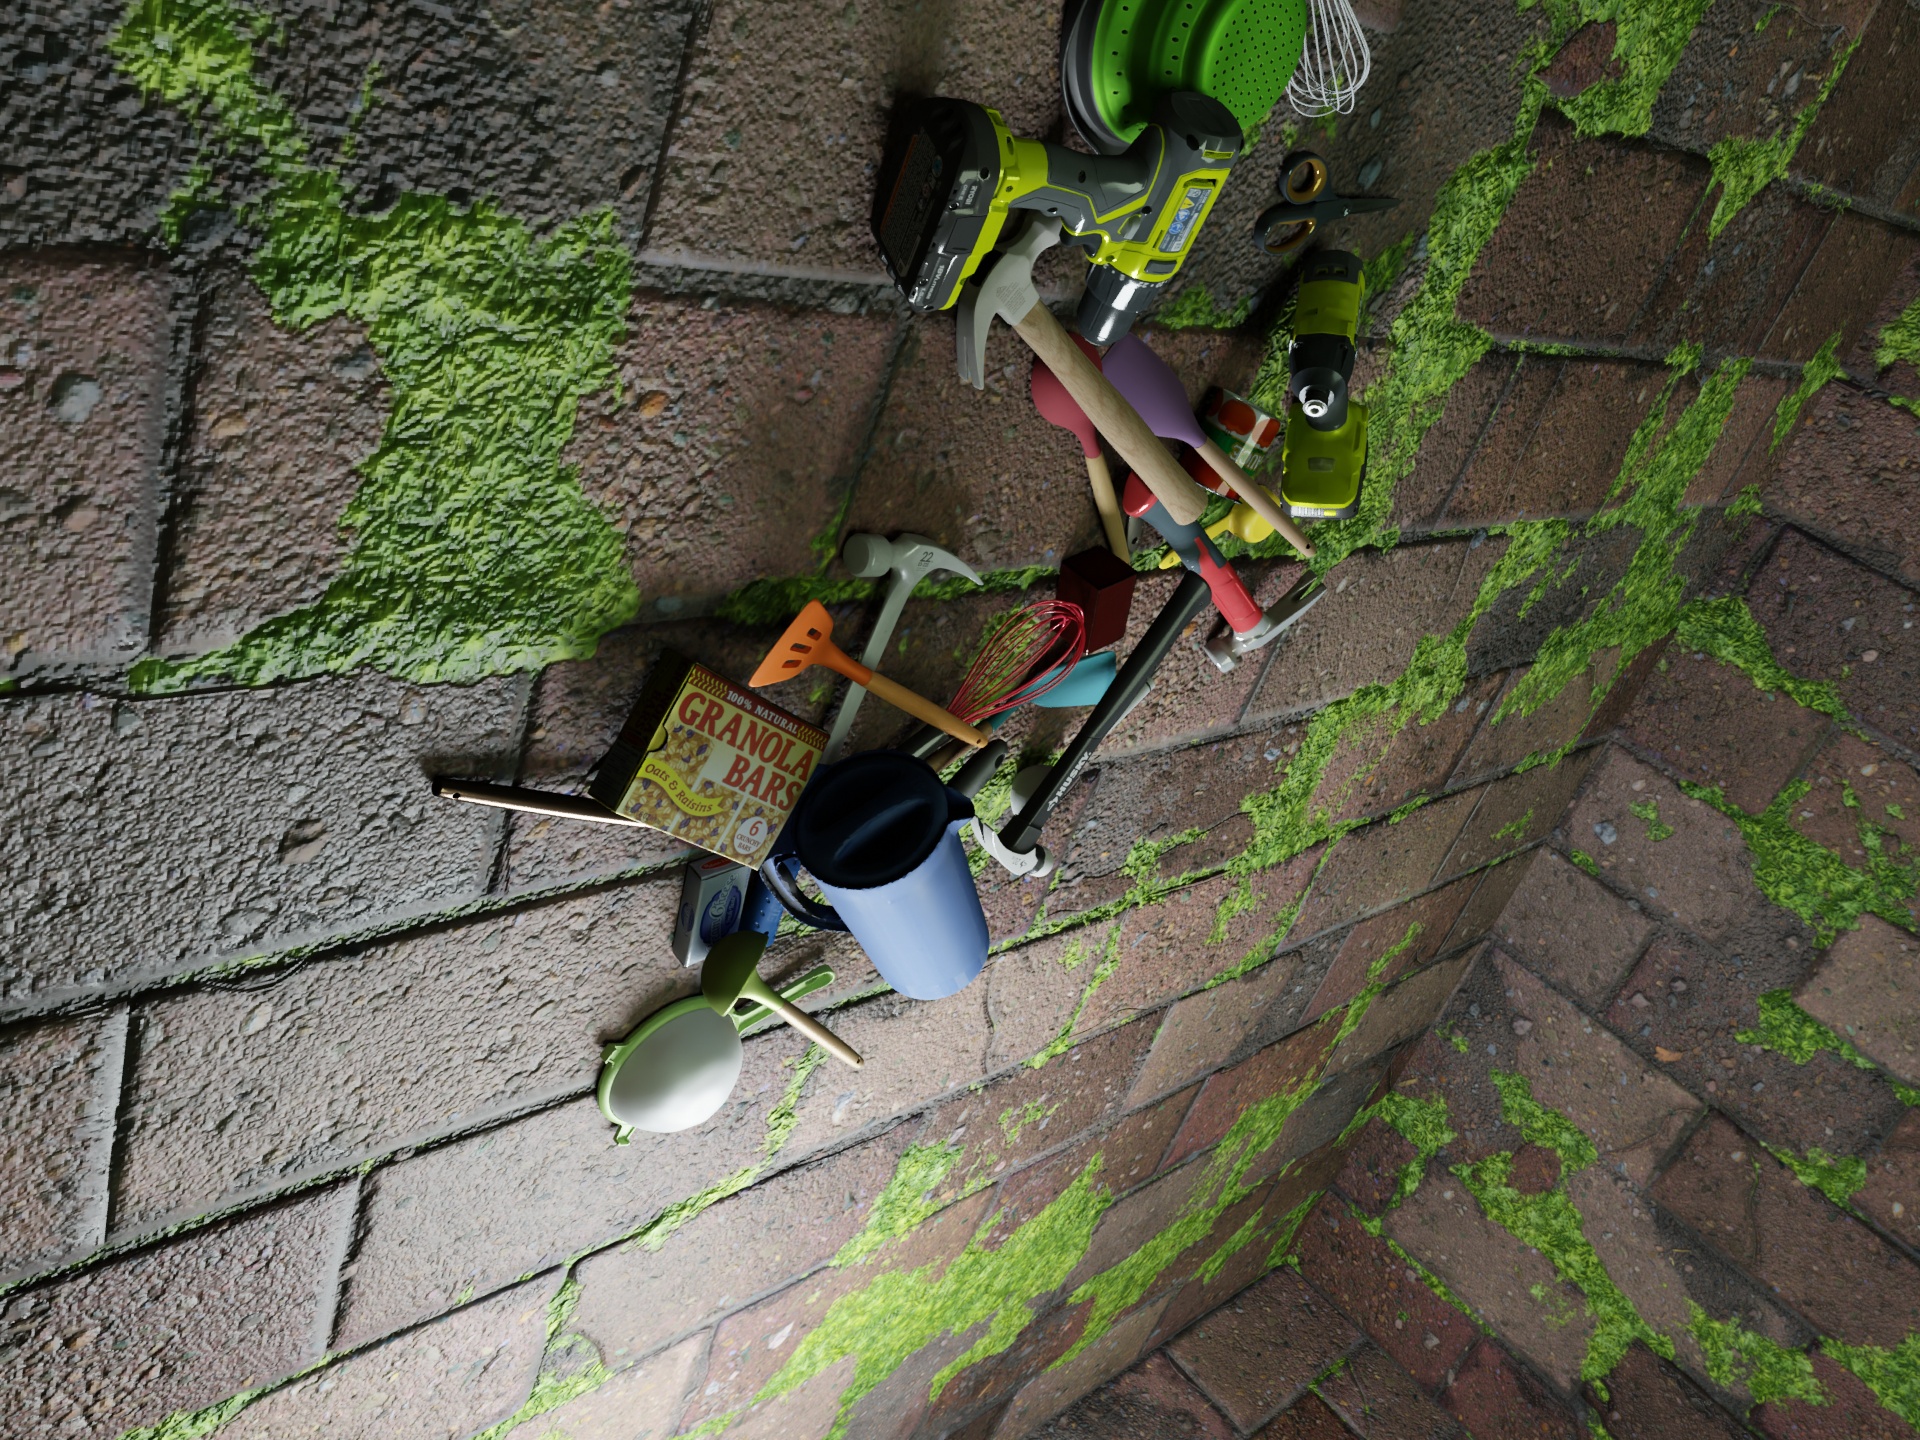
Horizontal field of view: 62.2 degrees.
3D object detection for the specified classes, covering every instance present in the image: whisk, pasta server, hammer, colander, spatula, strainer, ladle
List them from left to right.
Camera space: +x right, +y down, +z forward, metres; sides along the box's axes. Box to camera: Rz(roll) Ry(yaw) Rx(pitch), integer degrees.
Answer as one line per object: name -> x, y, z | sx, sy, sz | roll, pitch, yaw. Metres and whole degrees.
pasta server -> -0.265, 0.067, 1.207 | 0.316, 0.040, 0.060 | 15, 112, -51
strainer -> -0.210, 0.309, 1.480 | 0.256, 0.069, 0.151 | -27, 141, -30
ladle -> -0.148, 0.274, 1.465 | 0.078, 0.062, 0.319 | -61, 148, -17
hammer -> -0.104, 0.024, 1.347 | 0.144, 0.035, 0.405 | -5, 127, -48
spatula -> -0.059, -0.022, 1.278 | 0.081, 0.041, 0.322 | -52, 144, 7
whisk -> -0.036, 0.107, 1.480 | 0.239, 0.055, 0.055 | -48, 149, 11
whisk -> -0.002, -0.005, 1.426 | 0.296, 0.073, 0.073 | -40, 147, -4
spatula -> 0.013, 0.025, 1.485 | 0.317, 0.044, 0.082 | -34, 152, -22
strainer -> 0.121, 0.028, 1.625 | 0.258, 0.050, 0.086 | -44, 170, -21
ladle -> 0.118, -0.217, 1.380 | 0.069, 0.031, 0.315 | -41, 149, -8
hammer -> 0.108, -0.253, 1.261 | 0.130, 0.031, 0.331 | -49, 135, 2
hammer -> 0.130, 0.001, 1.513 | 0.335, 0.035, 0.146 | -55, 148, 5
spatula -> 0.225, -0.231, 1.408 | 0.315, 0.018, 0.060 | 34, 95, -36
colander -> 0.171, -0.534, 1.049 | 0.204, 0.095, 0.396 | -33, 144, -25
hammer -> 0.254, -0.162, 1.556 | 0.143, 0.038, 0.386 | -39, 150, 9
whisk -> 0.256, -0.565, 1.165 | 0.070, 0.070, 0.284 | -44, 143, -9

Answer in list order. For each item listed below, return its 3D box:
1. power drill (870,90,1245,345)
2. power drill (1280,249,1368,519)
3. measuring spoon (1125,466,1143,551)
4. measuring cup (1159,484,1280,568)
power drill -> 0.062, -0.334, 1.079 | 0.228, 0.080, 0.190 | -8, 147, -29
power drill -> 0.334, -0.292, 1.464 | 0.223, 0.080, 0.171 | 70, 29, -56
measuring spoon -> 0.169, -0.201, 1.464 | 0.034, 0.018, 0.124 | -30, 144, -29
measuring cup -> 0.262, -0.183, 1.587 | 0.156, 0.029, 0.062 | -32, 144, -25
